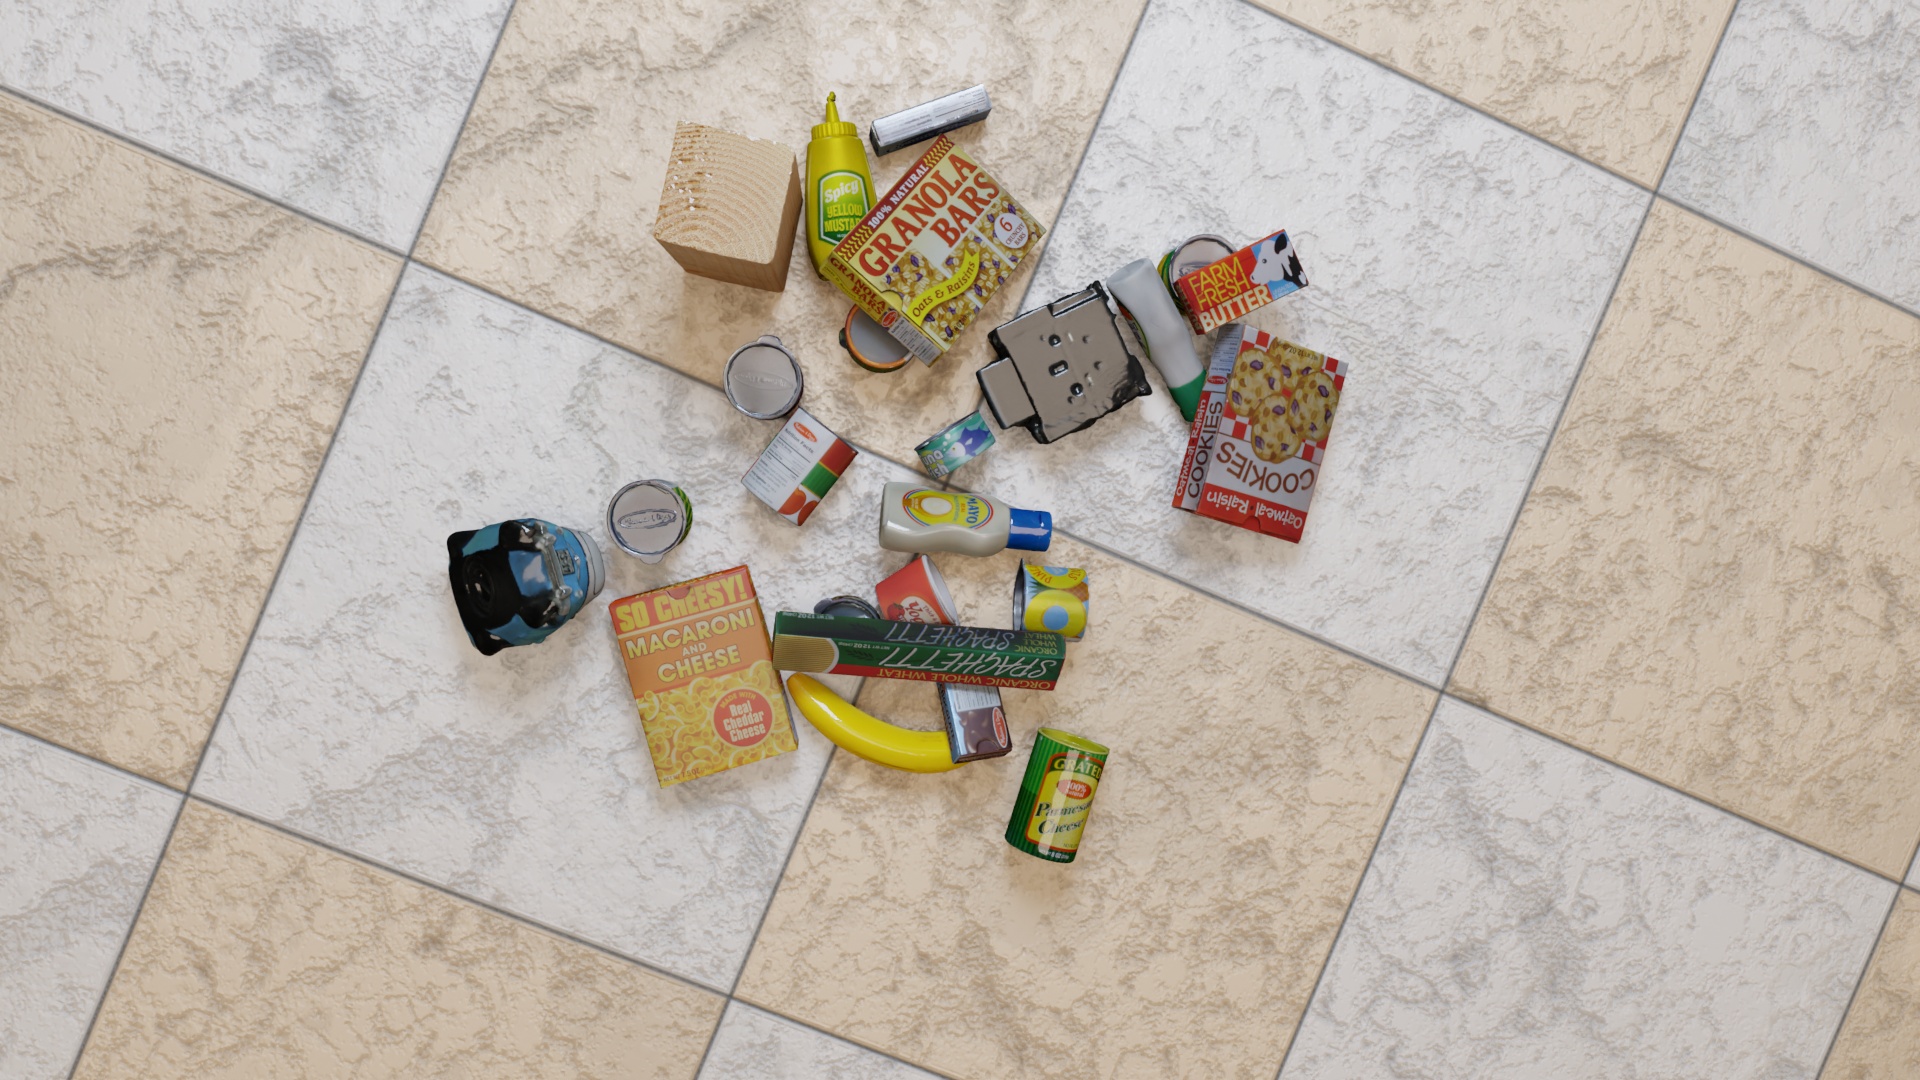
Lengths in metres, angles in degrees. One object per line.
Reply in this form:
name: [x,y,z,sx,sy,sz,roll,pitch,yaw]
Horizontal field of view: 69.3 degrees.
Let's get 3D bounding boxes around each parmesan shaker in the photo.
parmesan shaker: [0.087,0.226,1.229,0.071,0.071,0.103,17,92,-6]

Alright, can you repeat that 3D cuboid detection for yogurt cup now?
yogurt cup: [-0.039,0.053,1.210,0.054,0.072,0.072,-25,95,5]

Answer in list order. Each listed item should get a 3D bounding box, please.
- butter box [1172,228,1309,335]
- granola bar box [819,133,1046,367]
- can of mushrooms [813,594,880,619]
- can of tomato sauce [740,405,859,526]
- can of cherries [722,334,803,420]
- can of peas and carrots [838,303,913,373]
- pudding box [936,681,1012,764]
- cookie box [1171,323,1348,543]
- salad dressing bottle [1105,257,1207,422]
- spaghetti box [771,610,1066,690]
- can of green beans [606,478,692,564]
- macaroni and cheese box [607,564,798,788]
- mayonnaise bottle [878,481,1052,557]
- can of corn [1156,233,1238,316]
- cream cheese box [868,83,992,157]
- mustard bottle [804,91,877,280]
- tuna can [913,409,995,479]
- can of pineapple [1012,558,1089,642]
butter box: [0.238,-0.218,1.178,0.103,0.024,0.053,-26,96,-4]
granola bar box: [-0.020,-0.246,1.170,0.124,0.039,0.166,41,62,-8]
can of mushrooms: [-0.102,0.080,1.220,0.071,0.033,0.071,0,94,-4]
can of tomato sauce: [-0.137,-0.063,1.195,0.071,0.071,0.083,38,90,-6]
can of cherries: [-0.167,-0.139,1.191,0.071,0.058,0.071,0,93,-4]
can of peas and carrots: [-0.069,-0.179,1.197,0.071,0.059,0.071,0,93,-5]
pudding box: [0.011,0.150,1.216,0.050,0.030,0.084,-7,68,-17]
cookie box: [0.263,-0.092,1.217,0.123,0.040,0.167,14,92,-29]
salad dressing bottle: [0.179,-0.173,1.211,0.044,0.064,0.147,-30,110,7]
spaghetti box: [-0.035,0.094,1.184,0.250,0.029,0.049,5,136,-8]
can of green beans: [-0.265,-0.020,1.189,0.071,0.058,0.071,0,93,-5]
macaroni and cheese box: [-0.222,0.117,1.209,0.124,0.040,0.166,-16,95,-5]
mayonnaise bottle: [0.004,-0.015,1.212,0.148,0.041,0.065,6,48,-7]
can of corn: [0.208,-0.229,1.218,0.071,0.058,0.071,0,93,-5]
cream cheese box: [-0.027,-0.361,1.193,0.104,0.053,0.024,-20,97,-3]
mustard bottle: [-0.105,-0.305,1.191,0.065,0.049,0.160,-7,94,-10]
tuna can: [-0.006,-0.082,1.202,0.071,0.071,0.033,-32,96,-2]
can of pineapple: [0.079,0.053,1.218,0.058,0.071,0.071,4,93,-6]
